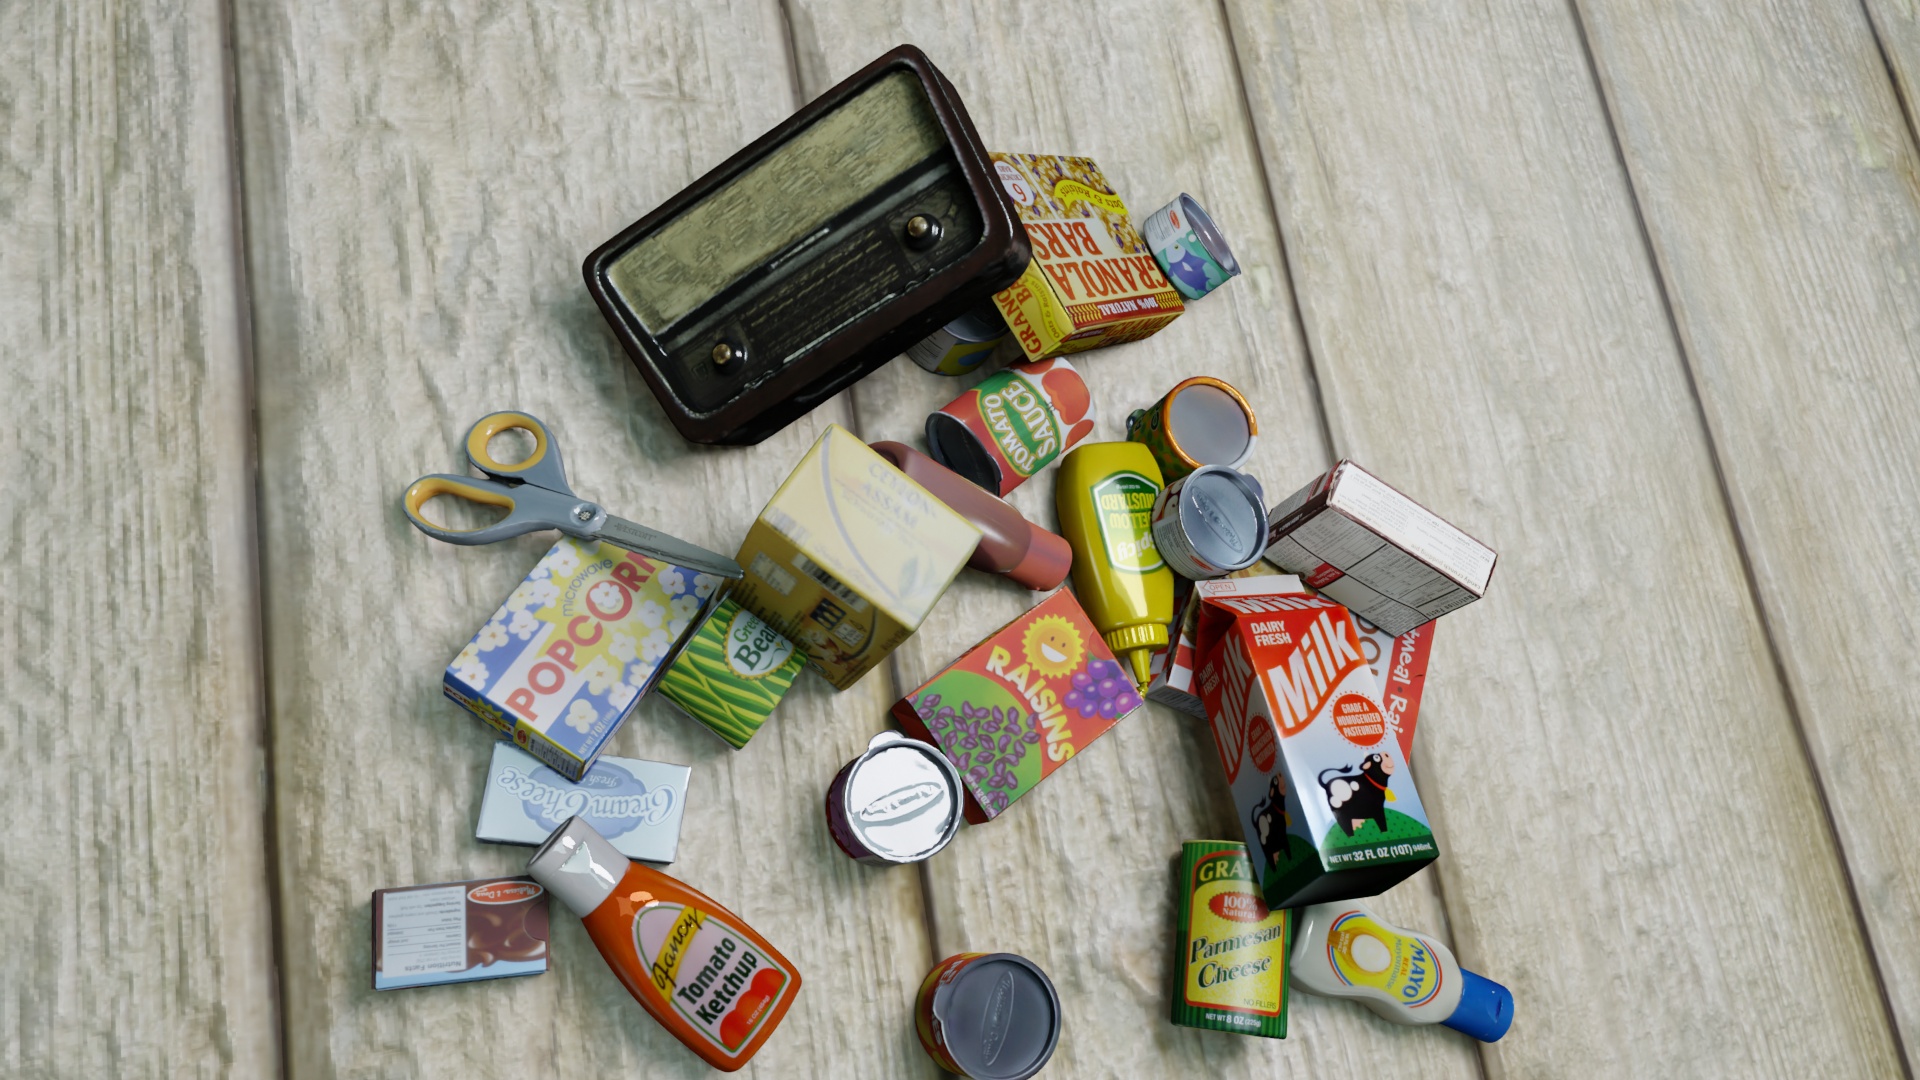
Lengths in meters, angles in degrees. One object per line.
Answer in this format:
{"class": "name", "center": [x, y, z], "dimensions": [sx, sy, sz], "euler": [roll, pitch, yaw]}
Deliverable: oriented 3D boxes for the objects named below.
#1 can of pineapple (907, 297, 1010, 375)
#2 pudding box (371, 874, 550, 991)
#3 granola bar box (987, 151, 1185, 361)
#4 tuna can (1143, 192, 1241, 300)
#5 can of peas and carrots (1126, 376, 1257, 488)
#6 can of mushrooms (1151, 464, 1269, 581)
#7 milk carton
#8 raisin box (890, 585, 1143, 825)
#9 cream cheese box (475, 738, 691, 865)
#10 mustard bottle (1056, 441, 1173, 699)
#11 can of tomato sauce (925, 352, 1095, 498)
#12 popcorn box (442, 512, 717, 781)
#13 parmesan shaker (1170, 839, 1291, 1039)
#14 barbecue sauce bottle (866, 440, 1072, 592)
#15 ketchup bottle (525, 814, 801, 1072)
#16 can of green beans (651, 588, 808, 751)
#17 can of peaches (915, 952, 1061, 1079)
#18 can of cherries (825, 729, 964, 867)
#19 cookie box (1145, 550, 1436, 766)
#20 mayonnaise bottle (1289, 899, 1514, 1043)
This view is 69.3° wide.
{"class": "can of pineapple", "center": [0.000, -0.144, 0.867], "dimensions": [0.071, 0.057, 0.071], "euler": [5, 73, -16]}
{"class": "pudding box", "center": [-0.250, 0.197, 0.699], "dimensions": [0.084, 0.030, 0.050], "euler": [-2, 73, -18]}
{"class": "granola bar box", "center": [0.065, -0.179, 0.863], "dimensions": [0.166, 0.039, 0.124], "euler": [-22, 80, -56]}
{"class": "tuna can", "center": [0.155, -0.194, 0.929], "dimensions": [0.071, 0.032, 0.071], "euler": [40, 31, -31]}
{"class": "can of peas and carrots", "center": [0.146, -0.067, 0.890], "dimensions": [0.071, 0.058, 0.071], "euler": [5, 72, -17]}
{"class": "can of mushrooms", "center": [0.153, -0.011, 0.841], "dimensions": [0.071, 0.033, 0.071], "euler": [9, 70, -25]}
{"class": "milk carton", "center": [0.191, 0.103, 0.788], "dimensions": [0.072, 0.073, 0.191], "euler": [-3, 59, -17]}
{"class": "raisin box", "center": [0.034, 0.096, 0.816], "dimensions": [0.124, 0.040, 0.086], "euler": [-33, 85, -24]}
{"class": "cream cheese box", "center": [-0.199, 0.139, 0.737], "dimensions": [0.104, 0.024, 0.053], "euler": [11, 72, -14]}
{"class": "mustard bottle", "center": [0.101, 0.019, 0.854], "dimensions": [0.065, 0.048, 0.160], "euler": [-4, 75, -20]}
{"class": "can of tomato sauce", "center": [0.032, -0.071, 0.849], "dimensions": [0.083, 0.071, 0.071], "euler": [-36, 87, -24]}
{"class": "popcorn box", "center": [-0.201, 0.052, 0.740], "dimensions": [0.085, 0.038, 0.127], "euler": [33, 55, -1]}
{"class": "parmesan shaker", "center": [0.160, 0.229, 0.799], "dimensions": [0.071, 0.071, 0.103], "euler": [12, 71, -14]}
{"class": "barbecue sauce bottle", "center": [0.003, -0.010, 0.806], "dimensions": [0.148, 0.065, 0.044], "euler": [26, 74, -38]}
{"class": "ketchup bottle", "center": [-0.154, 0.201, 0.709], "dimensions": [0.148, 0.043, 0.065], "euler": [44, 63, -11]}
{"class": "can of green beans", "center": [-0.125, 0.072, 0.757], "dimensions": [0.058, 0.071, 0.071], "euler": [37, 67, -5]}
{"class": "can of peaches", "center": [0.012, 0.256, 0.750], "dimensions": [0.071, 0.058, 0.071], "euler": [5, 73, -16]}
{"class": "can of cherries", "center": [-0.038, 0.143, 0.768], "dimensions": [0.071, 0.058, 0.071], "euler": [5, 73, -15]}
{"class": "cookie box", "center": [0.212, 0.070, 0.879], "dimensions": [0.167, 0.040, 0.123], "euler": [23, 68, -9]}
{"class": "mayonnaise bottle", "center": [0.261, 0.259, 0.836], "dimensions": [0.148, 0.041, 0.065], "euler": [24, 66, -9]}
